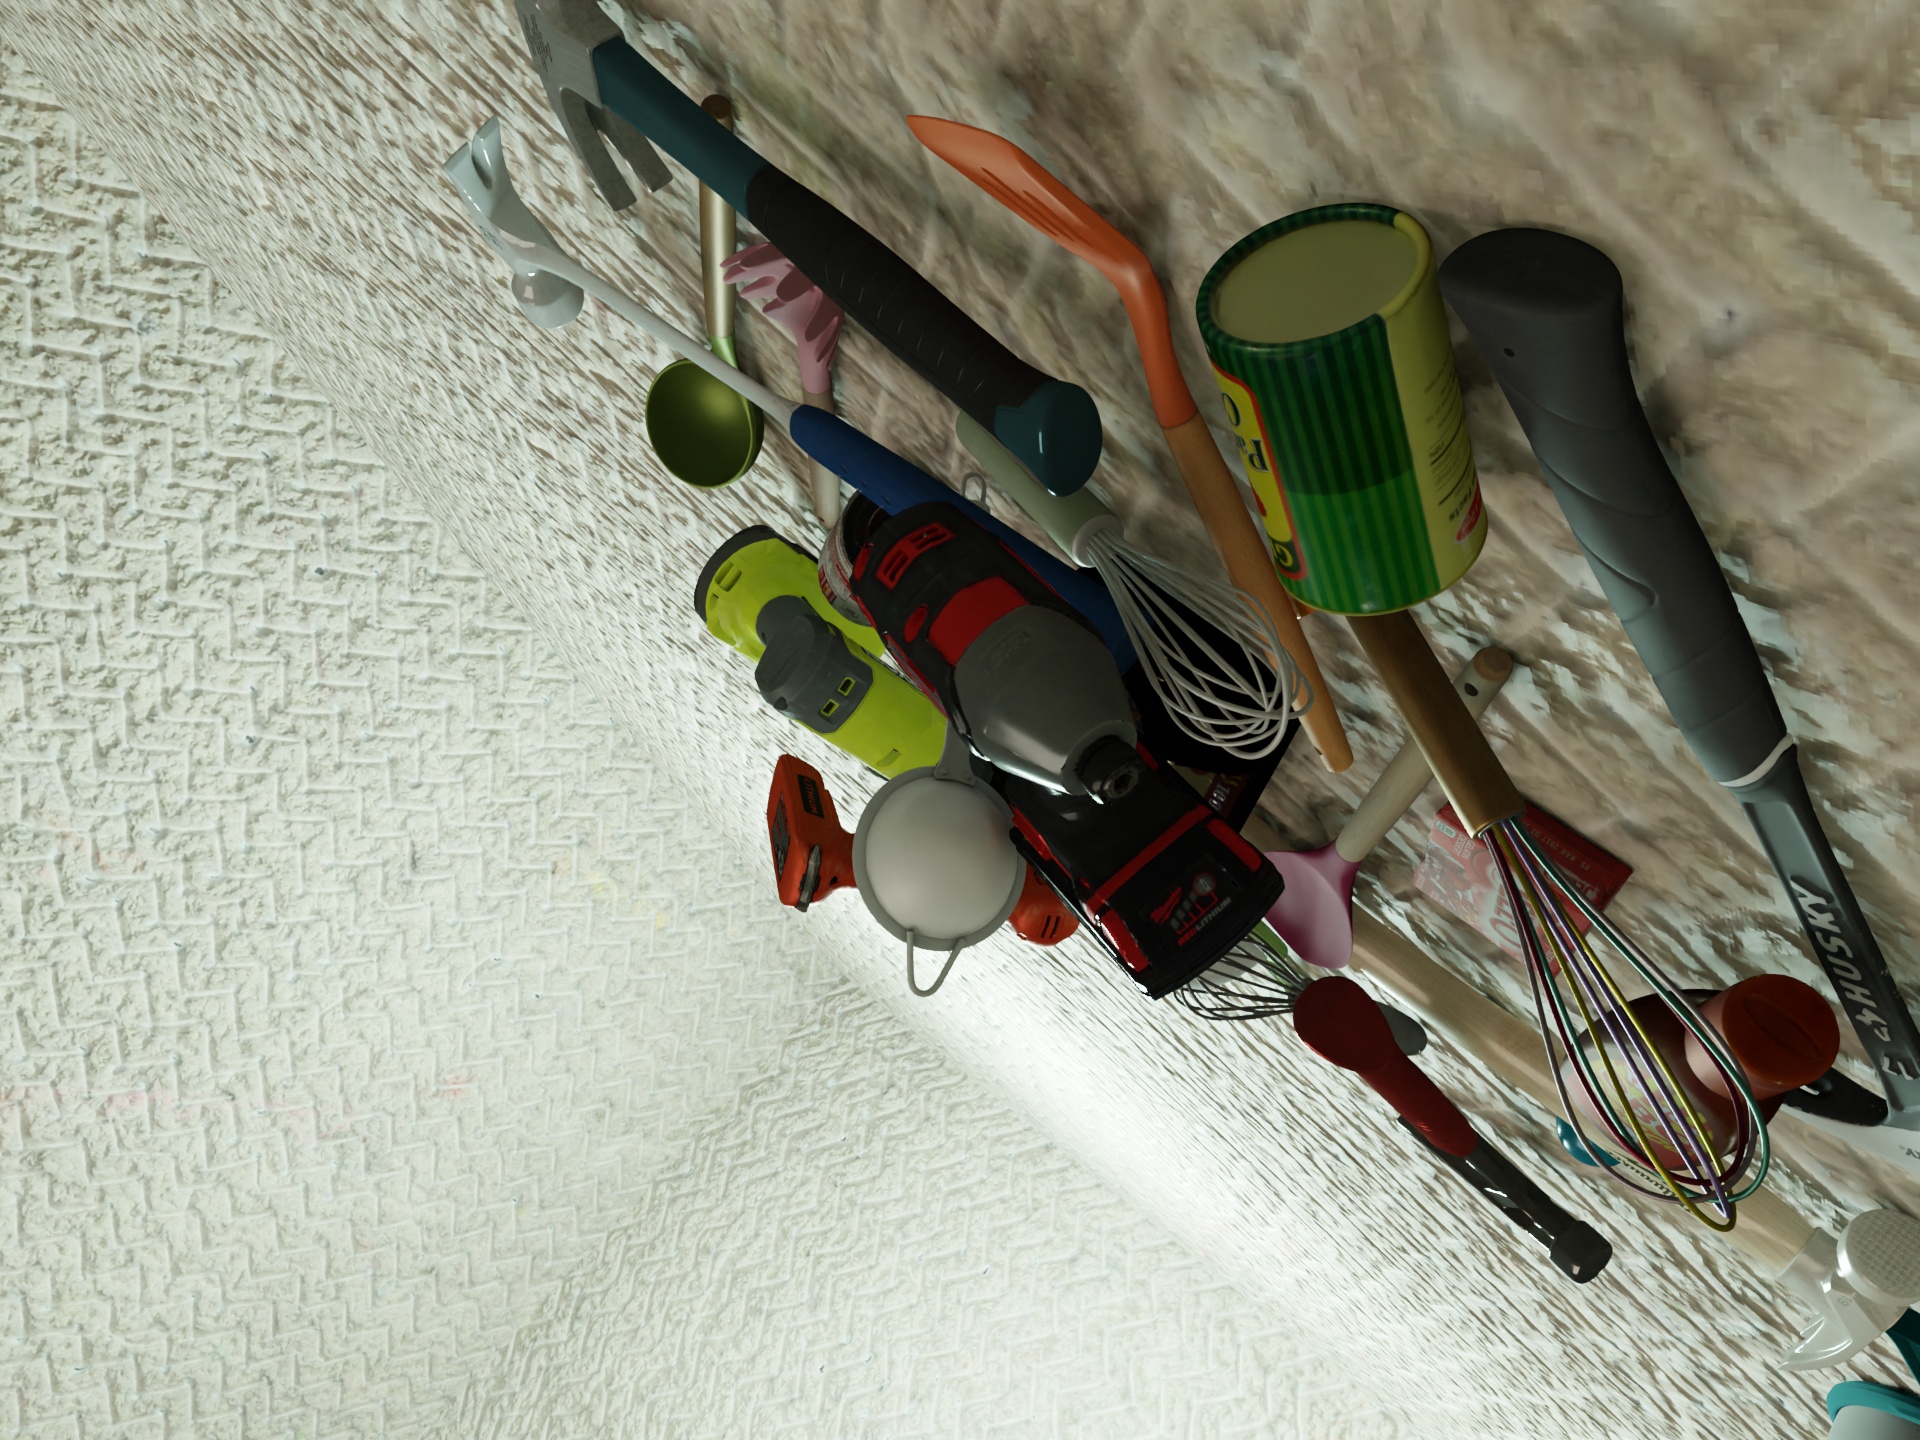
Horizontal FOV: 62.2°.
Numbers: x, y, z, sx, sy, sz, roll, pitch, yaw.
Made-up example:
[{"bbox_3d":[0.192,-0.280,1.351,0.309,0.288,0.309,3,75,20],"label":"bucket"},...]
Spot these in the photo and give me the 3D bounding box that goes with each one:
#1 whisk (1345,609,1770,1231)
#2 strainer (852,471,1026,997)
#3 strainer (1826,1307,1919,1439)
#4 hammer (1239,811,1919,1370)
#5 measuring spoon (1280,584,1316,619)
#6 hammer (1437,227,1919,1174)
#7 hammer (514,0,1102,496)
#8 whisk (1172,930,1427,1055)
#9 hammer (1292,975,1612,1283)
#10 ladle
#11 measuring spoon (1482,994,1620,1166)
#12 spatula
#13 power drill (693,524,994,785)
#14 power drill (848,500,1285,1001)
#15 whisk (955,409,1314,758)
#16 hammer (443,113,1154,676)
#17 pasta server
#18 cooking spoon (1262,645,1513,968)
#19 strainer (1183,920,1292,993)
[{"bbox_3d":[0.193,0.053,0.538,0.245,0.047,0.051,66,154,24],"label":"whisk"},{"bbox_3d":[-0.001,-0.002,0.745,0.086,0.259,0.050,12,159,-22],"label":"strainer"},{"bbox_3d":[0.500,0.411,0.795,0.340,0.095,0.211,50,165,-30],"label":"strainer"},{"bbox_3d":[0.269,0.164,0.811,0.411,0.038,0.146,37,157,29],"label":"hammer"},{"bbox_3d":[0.140,-0.056,0.617,0.021,0.011,0.117,46,162,2],"label":"measuring spoon"},{"bbox_3d":[0.248,0.023,0.493,0.408,0.036,0.149,51,165,-26],"label":"hammer"},{"bbox_3d":[-0.069,-0.201,0.627,0.331,0.033,0.128,43,157,21],"label":"hammer"},{"bbox_3d":[0.189,0.156,0.878,0.238,0.055,0.055,24,180,-38],"label":"whisk"},{"bbox_3d":[0.249,0.207,0.856,0.149,0.037,0.358,42,179,43],"label":"hammer"},{"bbox_3d":[-0.133,-0.210,0.824,0.078,0.062,0.320,44,163,5],"label":"ladle"},{"bbox_3d":[0.309,0.195,0.845,0.128,0.021,0.042,48,166,-15],"label":"measuring spoon"},{"bbox_3d":[0.082,-0.088,0.588,0.322,0.041,0.081,57,173,-34],"label":"spatula"},{"bbox_3d":[-0.073,-0.030,0.997,0.171,0.080,0.223,34,-173,-34],"label":"power drill"},{"bbox_3d":[0.047,0.018,0.624,0.143,0.078,0.219,48,177,39],"label":"power drill"},{"bbox_3d":[0.059,-0.068,0.636,0.247,0.057,0.059,52,145,43],"label":"whisk"},{"bbox_3d":[-0.084,-0.146,0.742,0.406,0.035,0.144,36,168,18],"label":"hammer"},{"bbox_3d":[-0.081,-0.163,0.849,0.060,0.040,0.316,42,167,8],"label":"pasta server"},{"bbox_3d":[0.181,0.047,0.705,0.069,0.017,0.318,49,162,18],"label":"cooking spoon"},{"bbox_3d":[0.146,0.141,0.979,0.256,0.069,0.152,44,176,-38],"label":"strainer"}]
